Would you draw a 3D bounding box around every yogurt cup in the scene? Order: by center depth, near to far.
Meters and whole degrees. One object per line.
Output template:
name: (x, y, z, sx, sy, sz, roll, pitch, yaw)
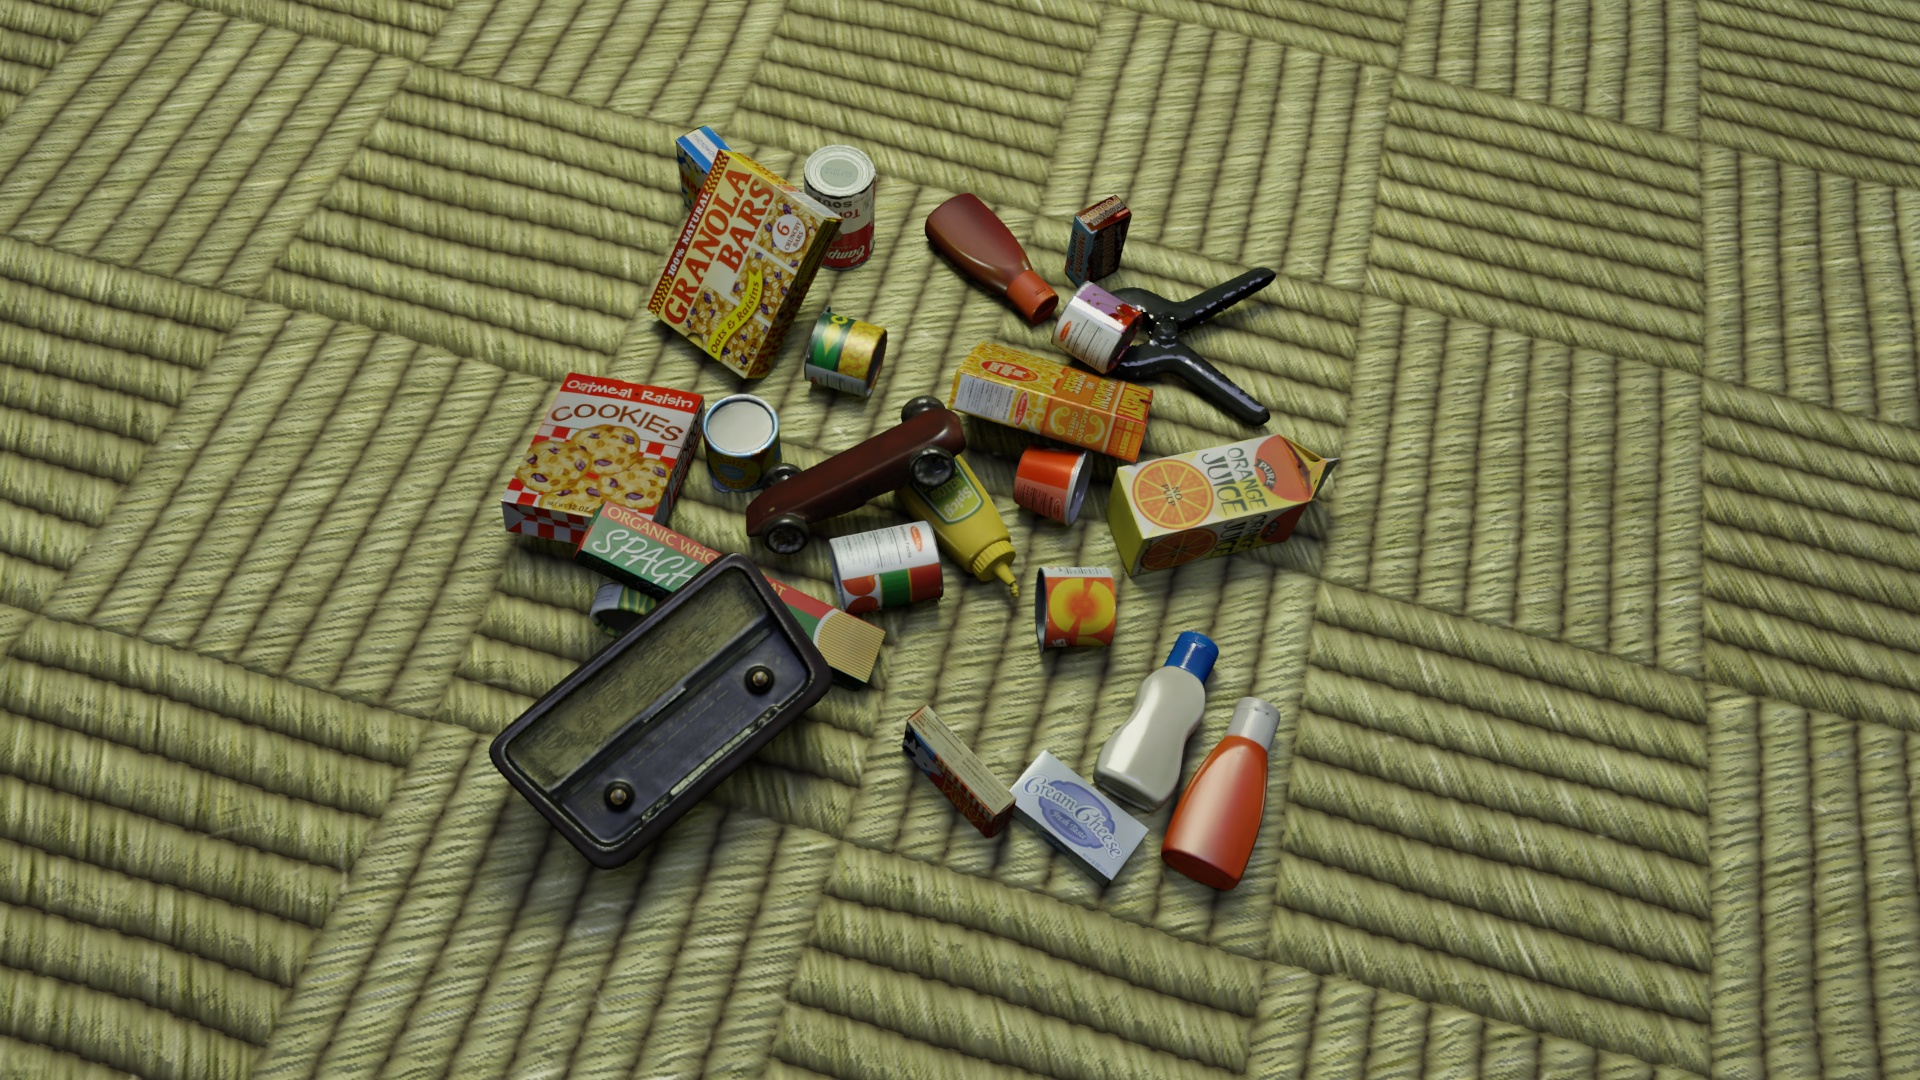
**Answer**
yogurt cup: (0.079, -0.051, 1.201, 0.054, 0.072, 0.073, 16, 60, 14)

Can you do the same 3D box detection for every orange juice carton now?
orange juice carton: (0.229, -0.034, 1.197, 0.193, 0.071, 0.073, -12, 63, -11)

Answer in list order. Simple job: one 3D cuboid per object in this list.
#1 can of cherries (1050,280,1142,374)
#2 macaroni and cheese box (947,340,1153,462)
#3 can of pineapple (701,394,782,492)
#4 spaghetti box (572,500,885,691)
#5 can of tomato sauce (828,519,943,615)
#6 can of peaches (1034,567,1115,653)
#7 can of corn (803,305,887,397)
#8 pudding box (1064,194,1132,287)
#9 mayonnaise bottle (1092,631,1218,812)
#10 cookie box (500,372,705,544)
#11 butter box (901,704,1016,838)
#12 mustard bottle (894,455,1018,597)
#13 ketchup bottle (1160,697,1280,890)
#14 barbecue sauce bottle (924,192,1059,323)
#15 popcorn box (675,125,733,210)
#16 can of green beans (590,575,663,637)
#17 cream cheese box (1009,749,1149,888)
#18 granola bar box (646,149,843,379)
can of cherries: (0.125, -0.193, 1.254, 0.058, 0.071, 0.072, 32, 63, 12)
macaroni and cheese box: (0.083, -0.125, 1.219, 0.166, 0.040, 0.124, 16, 22, 5)
can of pineapple: (-0.189, -0.083, 1.201, 0.071, 0.057, 0.071, 2, 60, -3)
spaghetti box: (-0.180, 0.045, 1.097, 0.250, 0.028, 0.050, 26, 59, -13)
can of tomato sauce: (-0.062, 0.024, 1.146, 0.083, 0.071, 0.071, -11, 62, -10)
can of peaches: (0.094, 0.057, 1.139, 0.058, 0.071, 0.071, 0, 60, -5)
can of corn: (-0.102, -0.170, 1.252, 0.058, 0.070, 0.071, 17, 60, 4)
pudding box: (0.130, -0.285, 1.327, 0.050, 0.083, 0.030, -29, 67, -19)
mayonnaise bottle: (0.163, 0.140, 1.110, 0.065, 0.041, 0.149, 27, 61, 9)
cookie box: (-0.297, -0.068, 1.174, 0.123, 0.040, 0.168, 10, 46, 1)
butter box: (-0.002, 0.178, 1.068, 0.024, 0.053, 0.103, -37, 70, -25)
mustard bottle: (0.004, -0.015, 1.181, 0.065, 0.048, 0.160, -33, 67, -15)
ketchup bottle: (0.210, 0.192, 1.081, 0.065, 0.043, 0.149, 24, 61, 8)
barbecue sauce bottle: (0.033, -0.269, 1.335, 0.065, 0.043, 0.149, -34, 69, -21)
popcorn box: (-0.218, -0.322, 1.322, 0.038, 0.084, 0.127, -34, 68, -22)
can of green beans: (-0.258, 0.044, 1.118, 0.071, 0.071, 0.058, 9, 61, 1)
cream cheese box: (0.088, 0.213, 1.071, 0.104, 0.024, 0.053, 36, 62, 15)
granola bar box: (-0.196, -0.246, 1.245, 0.124, 0.165, 0.039, 35, 20, 15)
